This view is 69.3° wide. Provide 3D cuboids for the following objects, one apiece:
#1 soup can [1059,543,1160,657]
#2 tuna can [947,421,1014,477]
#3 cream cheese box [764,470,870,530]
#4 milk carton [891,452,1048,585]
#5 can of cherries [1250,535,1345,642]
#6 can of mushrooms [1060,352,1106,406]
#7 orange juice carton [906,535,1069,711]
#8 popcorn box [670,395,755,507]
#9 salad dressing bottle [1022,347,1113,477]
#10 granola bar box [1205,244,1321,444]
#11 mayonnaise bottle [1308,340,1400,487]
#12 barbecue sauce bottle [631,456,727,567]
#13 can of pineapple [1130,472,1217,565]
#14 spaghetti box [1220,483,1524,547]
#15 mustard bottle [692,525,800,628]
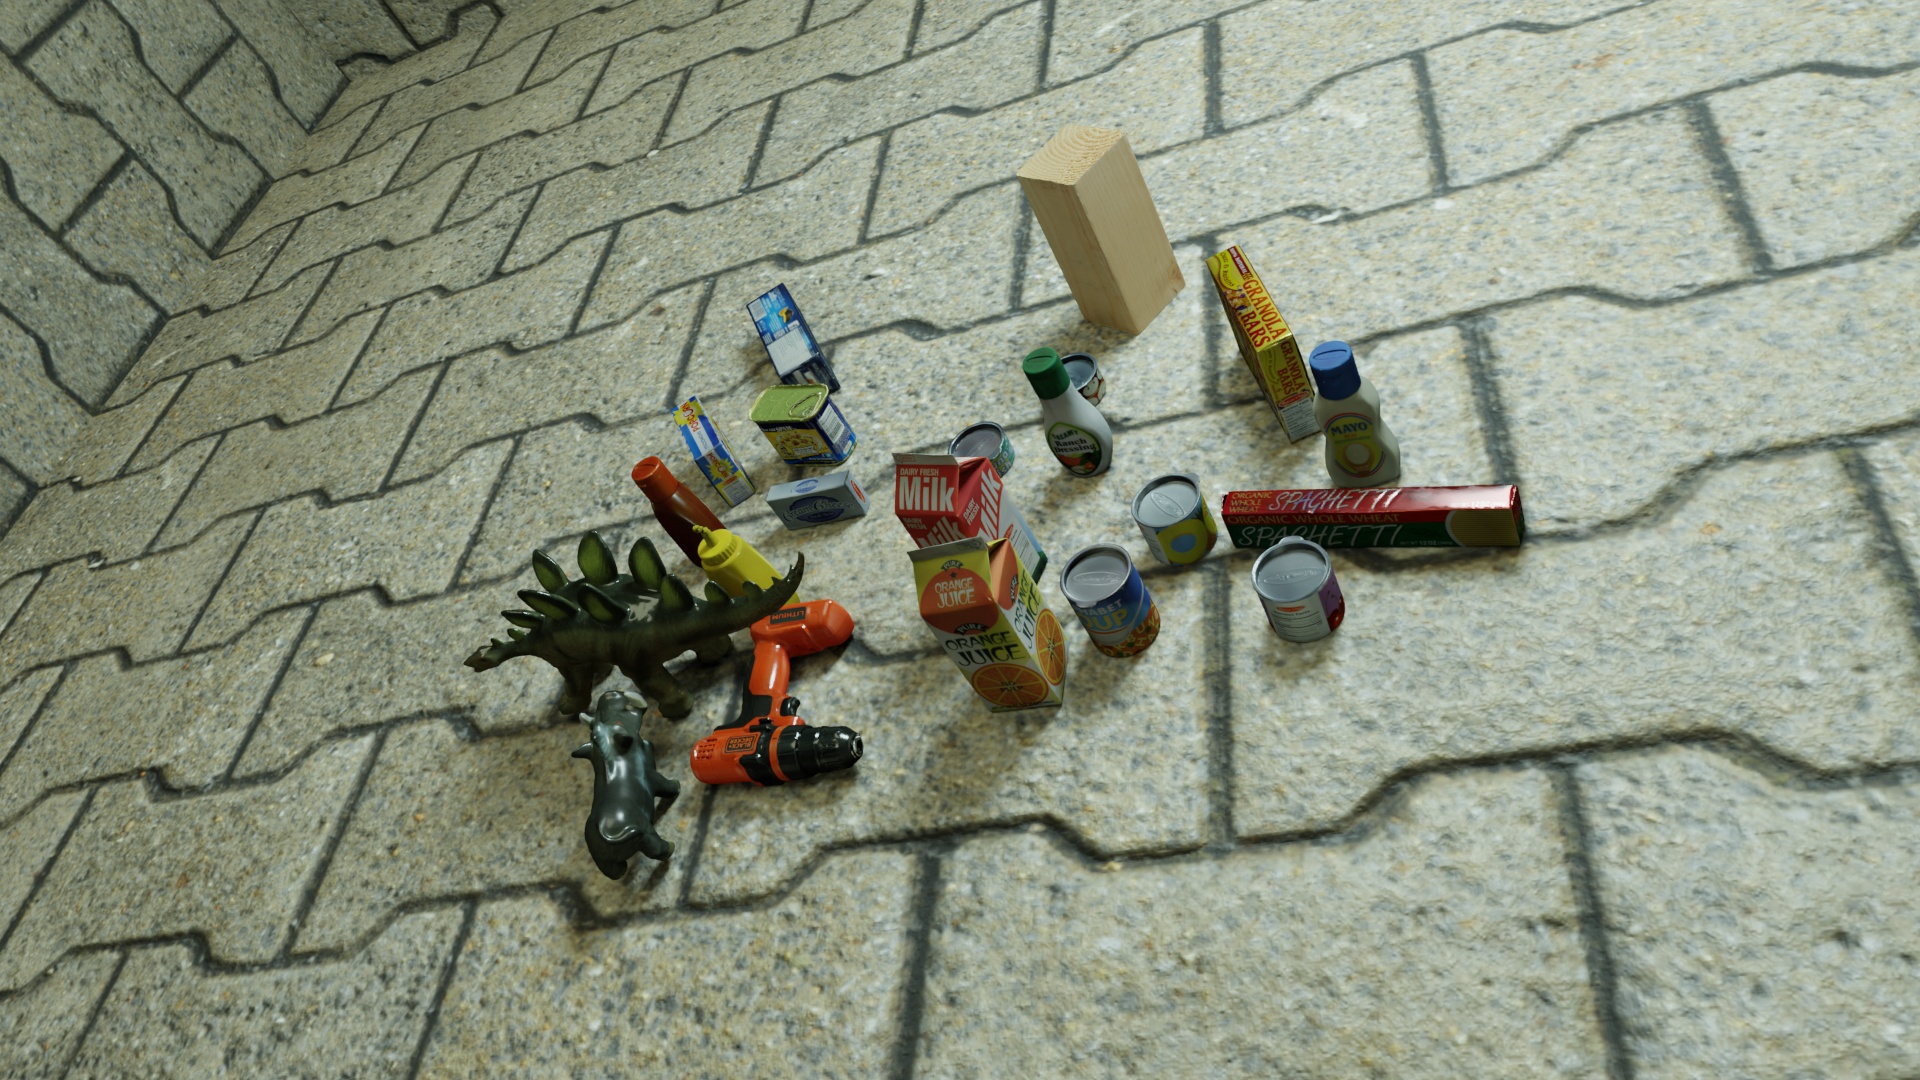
[{"bbox_3d":[0.132,0.056,1.224,0.071,0.083,0.072,-17,43,17],"label":"soup can"},{"bbox_3d":[0.024,-0.091,1.475,0.071,0.032,0.071,-17,43,17],"label":"tuna can"},{"bbox_3d":[-0.156,-0.043,1.524,0.103,0.053,0.024,-10,46,24],"label":"cream cheese box"},{"bbox_3d":[0.005,-0.016,1.292,0.072,0.189,0.074,3,52,34],"label":"milk carton"},{"bbox_3d":[0.284,0.041,1.163,0.071,0.058,0.072,-17,43,17],"label":"can of cherries"},{"bbox_3d":[0.119,-0.166,1.488,0.071,0.033,0.071,-17,43,17],"label":"can of mushrooms"},{"bbox_3d":[0.025,0.064,1.199,0.072,0.192,0.073,-10,45,24],"label":"orange juice carton"},{"bbox_3d":[-0.294,-0.106,1.648,0.038,0.085,0.127,-34,41,-2],"label":"popcorn box"},{"bbox_3d":[0.104,-0.126,1.371,0.064,0.147,0.044,-3,49,30],"label":"salad dressing bottle"},{"bbox_3d":[0.293,-0.191,1.335,0.039,0.123,0.166,-24,41,10],"label":"granola bar box"},{"bbox_3d":[0.338,-0.108,1.208,0.064,0.147,0.041,-9,46,25],"label":"mayonnaise bottle"},{"bbox_3d":[-0.307,-0.030,1.533,0.065,0.148,0.044,0,50,32],"label":"barbecue sauce bottle"},{"bbox_3d":[0.199,-0.020,1.276,0.071,0.057,0.071,-17,43,17],"label":"can of pineapple"},{"bbox_3d":[0.347,-0.019,1.190,0.250,0.050,0.029,-1,50,31],"label":"spaghetti box"},{"bbox_3d":[-0.222,0.034,1.408,0.065,0.159,0.049,-5,48,29],"label":"mustard bottle"}]
